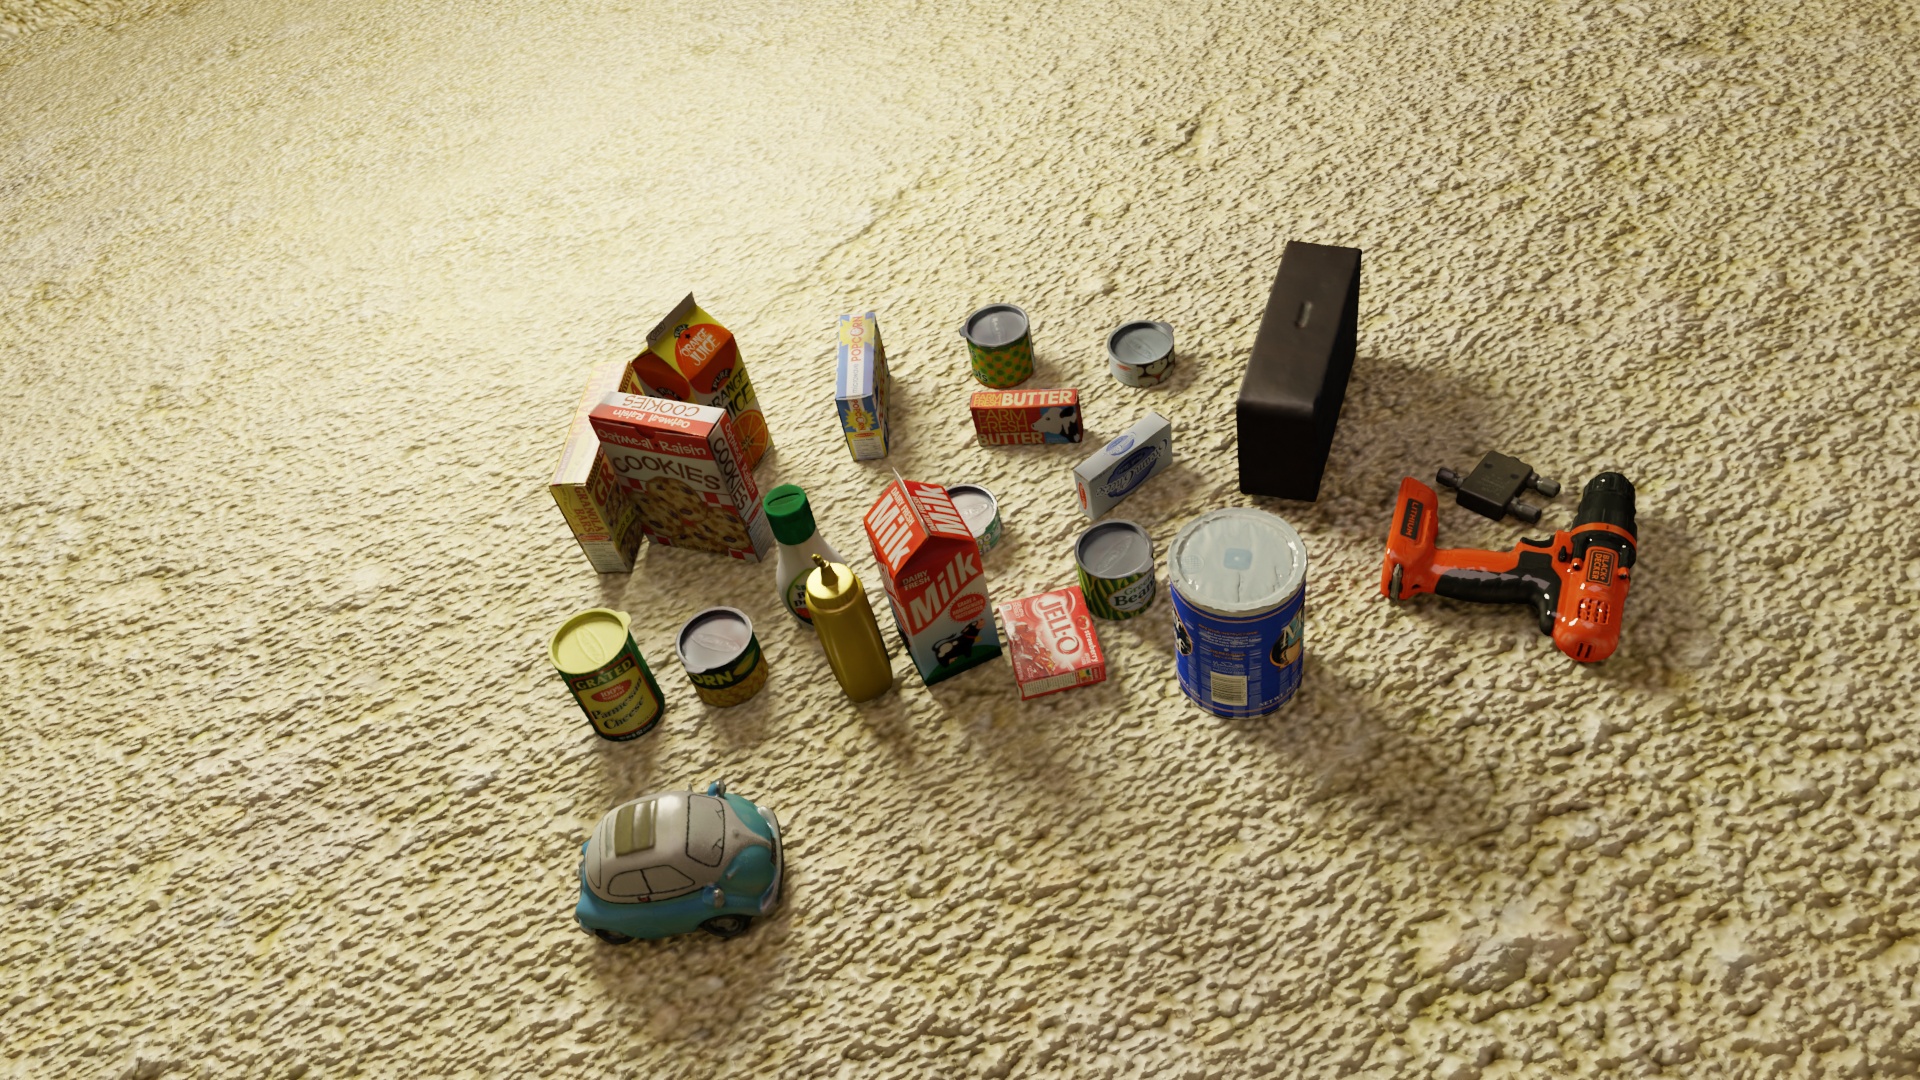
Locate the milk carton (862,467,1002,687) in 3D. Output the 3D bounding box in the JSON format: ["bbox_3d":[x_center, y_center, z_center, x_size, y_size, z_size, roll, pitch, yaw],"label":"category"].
[{"bbox_3d":[-0.024,0.027,1.119,0.073,0.189,0.072,-23,48,-9],"label":"milk carton"}]

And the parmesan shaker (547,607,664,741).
[{"bbox_3d":[-0.290,0.112,1.158,0.071,0.102,0.072,-6,48,7],"label":"parmesan shaker"}]

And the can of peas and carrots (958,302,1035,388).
[{"bbox_3d":[0.038,-0.194,1.395,0.071,0.058,0.071,-6,48,7],"label":"can of peas and carrots"}]

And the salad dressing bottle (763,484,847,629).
[{"bbox_3d":[-0.132,0.015,1.182,0.064,0.147,0.044,-18,47,-4],"label":"salad dressing bottle"}]

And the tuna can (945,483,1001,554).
[{"bbox_3d":[0.004,-0.016,1.259,0.071,0.032,0.071,-6,48,7],"label":"tuna can"}]

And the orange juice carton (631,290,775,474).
[{"bbox_3d":[-0.247,-0.142,1.317,0.073,0.191,0.072,19,55,26],"label":"orange juice carton"}]

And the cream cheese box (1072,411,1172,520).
[{"bbox_3d":[0.148,-0.068,1.261,0.104,0.053,0.024,-36,51,-20],"label":"cream cheese box"}]

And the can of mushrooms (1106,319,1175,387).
[{"bbox_3d":[0.181,-0.186,1.374,0.071,0.033,0.071,-6,48,7],"label":"can of mushrooms"}]

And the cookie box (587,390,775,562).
[{"bbox_3d":[-0.250,-0.055,1.257,0.123,0.166,0.040,10,52,20],"label":"cookie box"}]

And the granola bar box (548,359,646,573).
[{"bbox_3d":[-0.330,-0.070,1.317,0.039,0.123,0.166,-3,48,10],"label":"granola bar box"}]

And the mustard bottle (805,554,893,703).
[{"bbox_3d":[-0.093,0.065,1.120,0.049,0.159,0.065,-24,48,-9],"label":"mustard bottle"}]

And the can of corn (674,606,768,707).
[{"bbox_3d":[-0.203,0.101,1.180,0.071,0.058,0.071,-6,48,7],"label":"can of corn"}]

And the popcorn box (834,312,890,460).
[{"bbox_3d":[-0.095,-0.152,1.367,0.038,0.084,0.127,-7,48,6],"label":"popcorn box"}]

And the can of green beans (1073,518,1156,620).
[{"bbox_3d":[0.132,0.025,1.177,0.071,0.057,0.071,-6,48,7],"label":"can of green beans"}]

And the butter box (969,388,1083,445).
[{"bbox_3d":[0.063,-0.117,1.324,0.103,0.052,0.024,-1,49,12],"label":"butter box"}]
